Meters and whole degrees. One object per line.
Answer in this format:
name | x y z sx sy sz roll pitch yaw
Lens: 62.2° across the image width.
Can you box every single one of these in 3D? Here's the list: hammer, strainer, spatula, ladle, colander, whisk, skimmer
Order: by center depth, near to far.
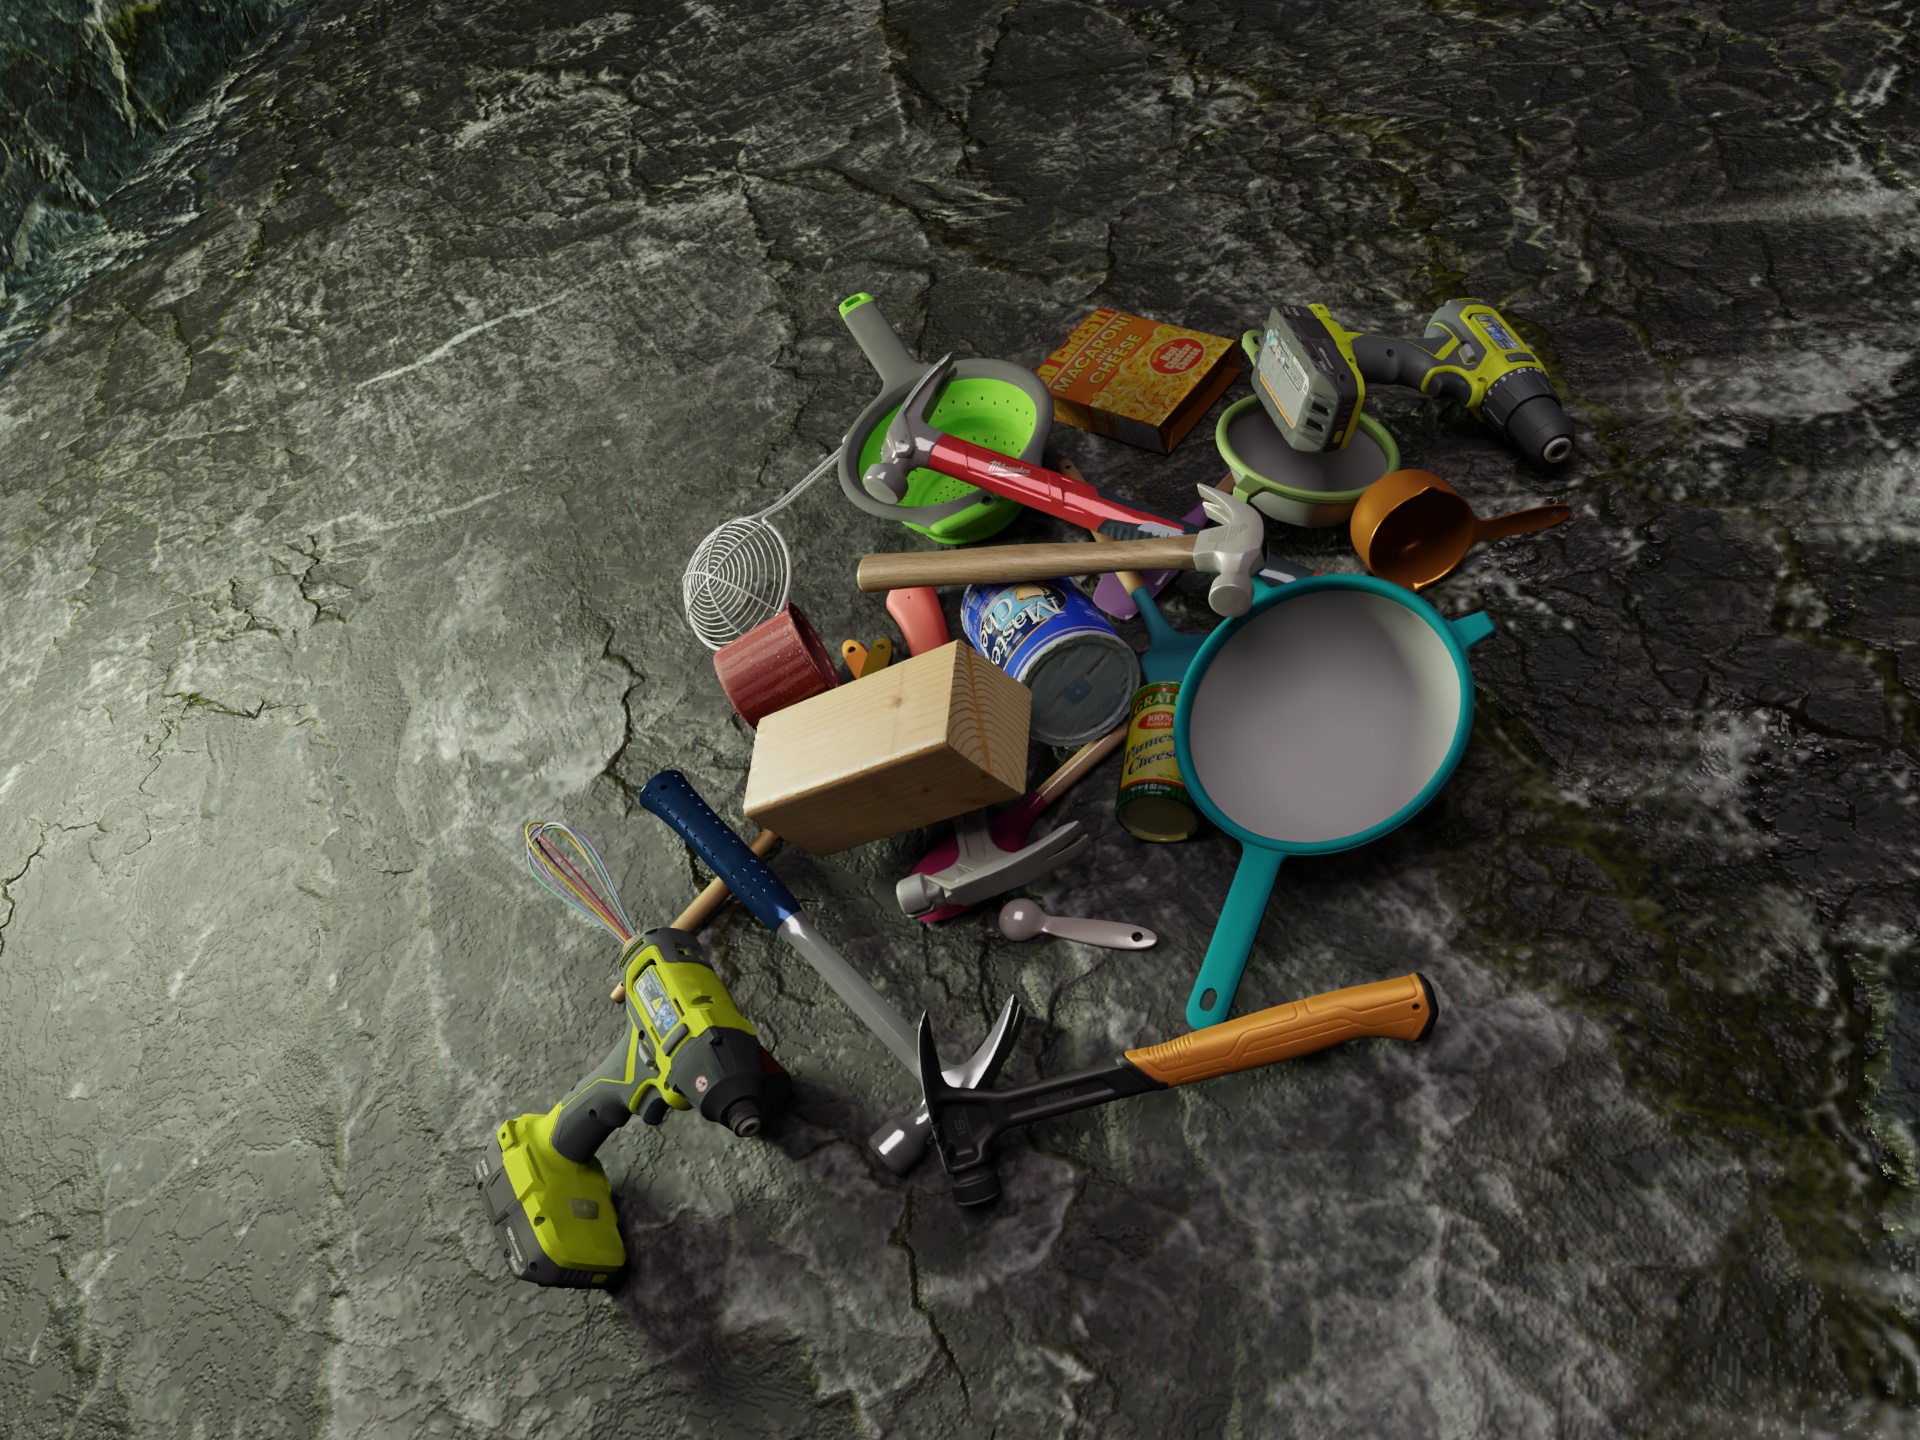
hammer | 0.140 0.214 1.036 0.337 0.034 0.127 -16 93 5
strainer | 0.241 0.066 1.120 0.211 0.095 0.340 15 77 34
hammer | -0.118 0.157 1.206 0.144 0.035 0.406 -41 53 -12
hammer | 0.073 -0.125 1.231 0.331 0.031 0.130 -1 43 24
whisk | -0.273 0.163 1.256 0.051 0.047 0.245 -41 63 -10
hammer | -0.002 -0.004 1.293 0.149 0.036 0.359 -24 44 10
ladle | -0.170 0.110 1.297 0.069 0.031 0.315 32 71 37
hammer | 0.119 -0.185 1.305 0.386 0.038 0.143 23 71 17
spatula | 0.141 -0.131 1.328 0.082 0.044 0.318 -21 48 -4
strainer | 0.275 -0.241 1.355 0.151 0.069 0.257 -1 44 -8
spatula | 0.229 -0.202 1.382 0.316 0.018 0.060 -44 50 -14
colander | -0.030 -0.281 1.508 0.204 0.094 0.398 -28 47 0
skimmer | -0.134 -0.212 1.543 0.127 0.090 0.363 16 50 36

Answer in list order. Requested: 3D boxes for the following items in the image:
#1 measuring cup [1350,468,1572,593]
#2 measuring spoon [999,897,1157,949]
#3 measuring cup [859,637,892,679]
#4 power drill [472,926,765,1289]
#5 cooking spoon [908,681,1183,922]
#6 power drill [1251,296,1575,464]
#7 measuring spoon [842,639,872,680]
measuring cup | 0.390 -0.160 1.248 0.173 0.095 0.052 -11 38 -10
measuring spoon | 0.084 0.148 1.158 0.124 0.018 0.034 5 55 26
measuring cup | -0.081 -0.032 1.348 0.062 0.029 0.157 5 39 8
power drill | -0.228 0.276 1.092 0.223 0.080 0.171 -51 48 11
cooking spoon | 0.082 0.044 1.244 0.319 0.017 0.069 -40 48 -10
power drill | 0.372 -0.273 1.296 0.228 0.080 0.191 -4 46 -14
measuring spoon | -0.079 -0.037 1.386 0.021 0.011 0.117 -31 47 -3
